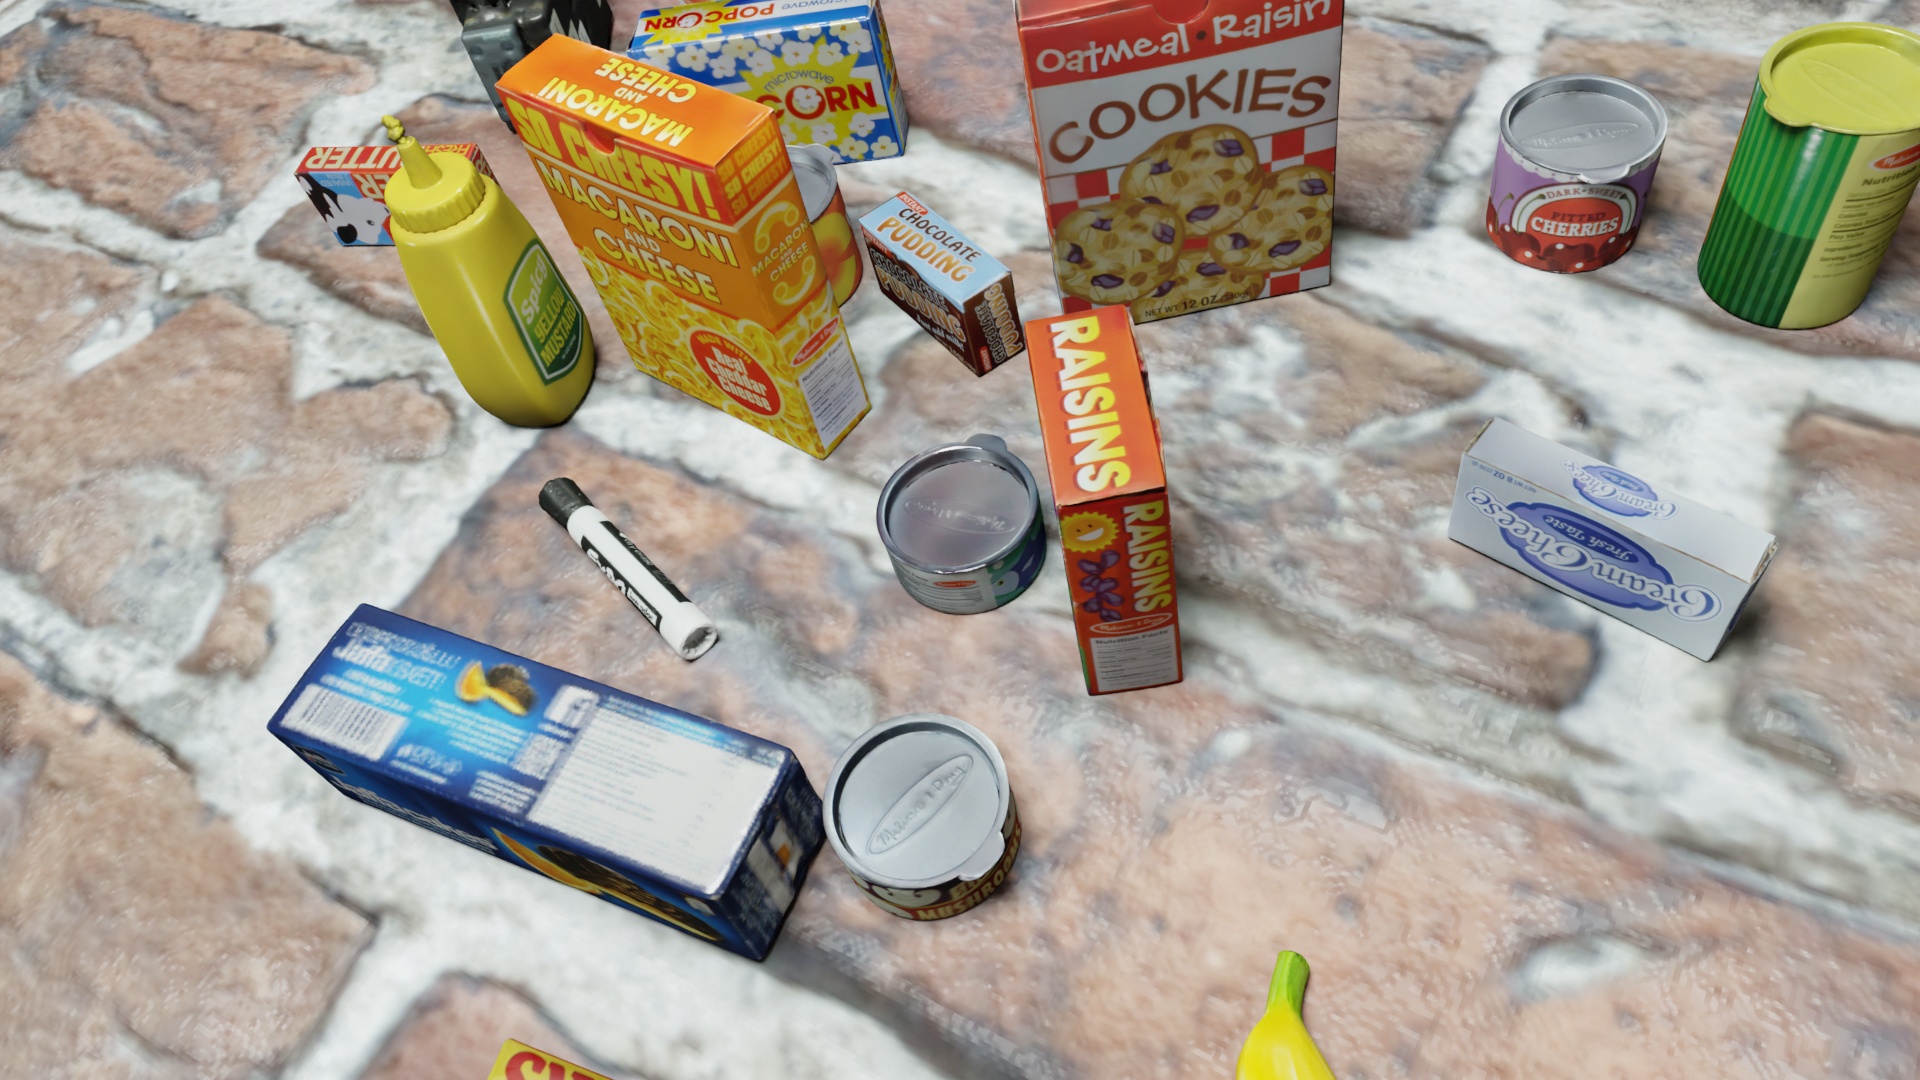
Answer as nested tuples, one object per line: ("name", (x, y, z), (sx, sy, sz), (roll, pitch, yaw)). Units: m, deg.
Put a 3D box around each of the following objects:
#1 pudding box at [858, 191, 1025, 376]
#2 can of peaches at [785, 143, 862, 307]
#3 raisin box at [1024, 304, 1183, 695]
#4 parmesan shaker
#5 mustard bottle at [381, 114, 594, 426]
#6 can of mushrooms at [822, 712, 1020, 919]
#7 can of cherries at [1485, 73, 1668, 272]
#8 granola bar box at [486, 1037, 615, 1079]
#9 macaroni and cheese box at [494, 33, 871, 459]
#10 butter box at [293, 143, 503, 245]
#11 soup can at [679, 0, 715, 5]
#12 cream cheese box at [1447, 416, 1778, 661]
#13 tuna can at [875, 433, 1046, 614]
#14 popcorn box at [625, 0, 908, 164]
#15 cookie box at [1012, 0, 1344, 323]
("pudding box", (-0.008, -0.120, 0.642), (0.030, 0.049, 0.084), (-35, 55, -14))
("can of peaches", (-0.083, -0.149, 0.673), (0.071, 0.057, 0.071), (-6, 53, 8))
("raisin box", (0.053, -0.011, 0.503), (0.040, 0.122, 0.086), (-10, 53, 5))
("parmesan shaker", (0.338, -0.142, 0.553), (0.071, 0.102, 0.071), (-6, 53, 8))
("mustard bottle", (-0.213, -0.120, 0.615), (0.049, 0.159, 0.065), (3, 55, 14))
("can of mushrooms", (-0.011, 0.099, 0.491), (0.071, 0.033, 0.071), (-6, 53, 8))
("can of cherries", (0.268, -0.159, 0.608), (0.071, 0.058, 0.072), (-6, 53, 8))
("granola bar box", (-0.038, 0.194, 0.369), (0.165, 0.123, 0.039), (12, 58, 20))
("macaroni and cheese box", (-0.113, -0.120, 0.590), (0.124, 0.165, 0.040), (26, 63, 27))
("butter box", (-0.297, -0.185, 0.748), (0.103, 0.053, 0.024), (2, 55, 13))
("soup can", (-0.117, -0.295, 0.772), (0.071, 0.083, 0.072), (-6, 53, 8))
("cream cheese box", (0.231, -0.001, 0.503), (0.104, 0.053, 0.024), (30, 65, 29))
("tuna can", (0.002, -0.007, 0.567), (0.071, 0.032, 0.071), (-6, 53, 8))
("popcorn box", (-0.097, -0.238, 0.725), (0.127, 0.084, 0.038), (-5, 54, 8))
("cookie box", (0.093, -0.166, 0.581), (0.123, 0.166, 0.040), (-11, 53, 4))
